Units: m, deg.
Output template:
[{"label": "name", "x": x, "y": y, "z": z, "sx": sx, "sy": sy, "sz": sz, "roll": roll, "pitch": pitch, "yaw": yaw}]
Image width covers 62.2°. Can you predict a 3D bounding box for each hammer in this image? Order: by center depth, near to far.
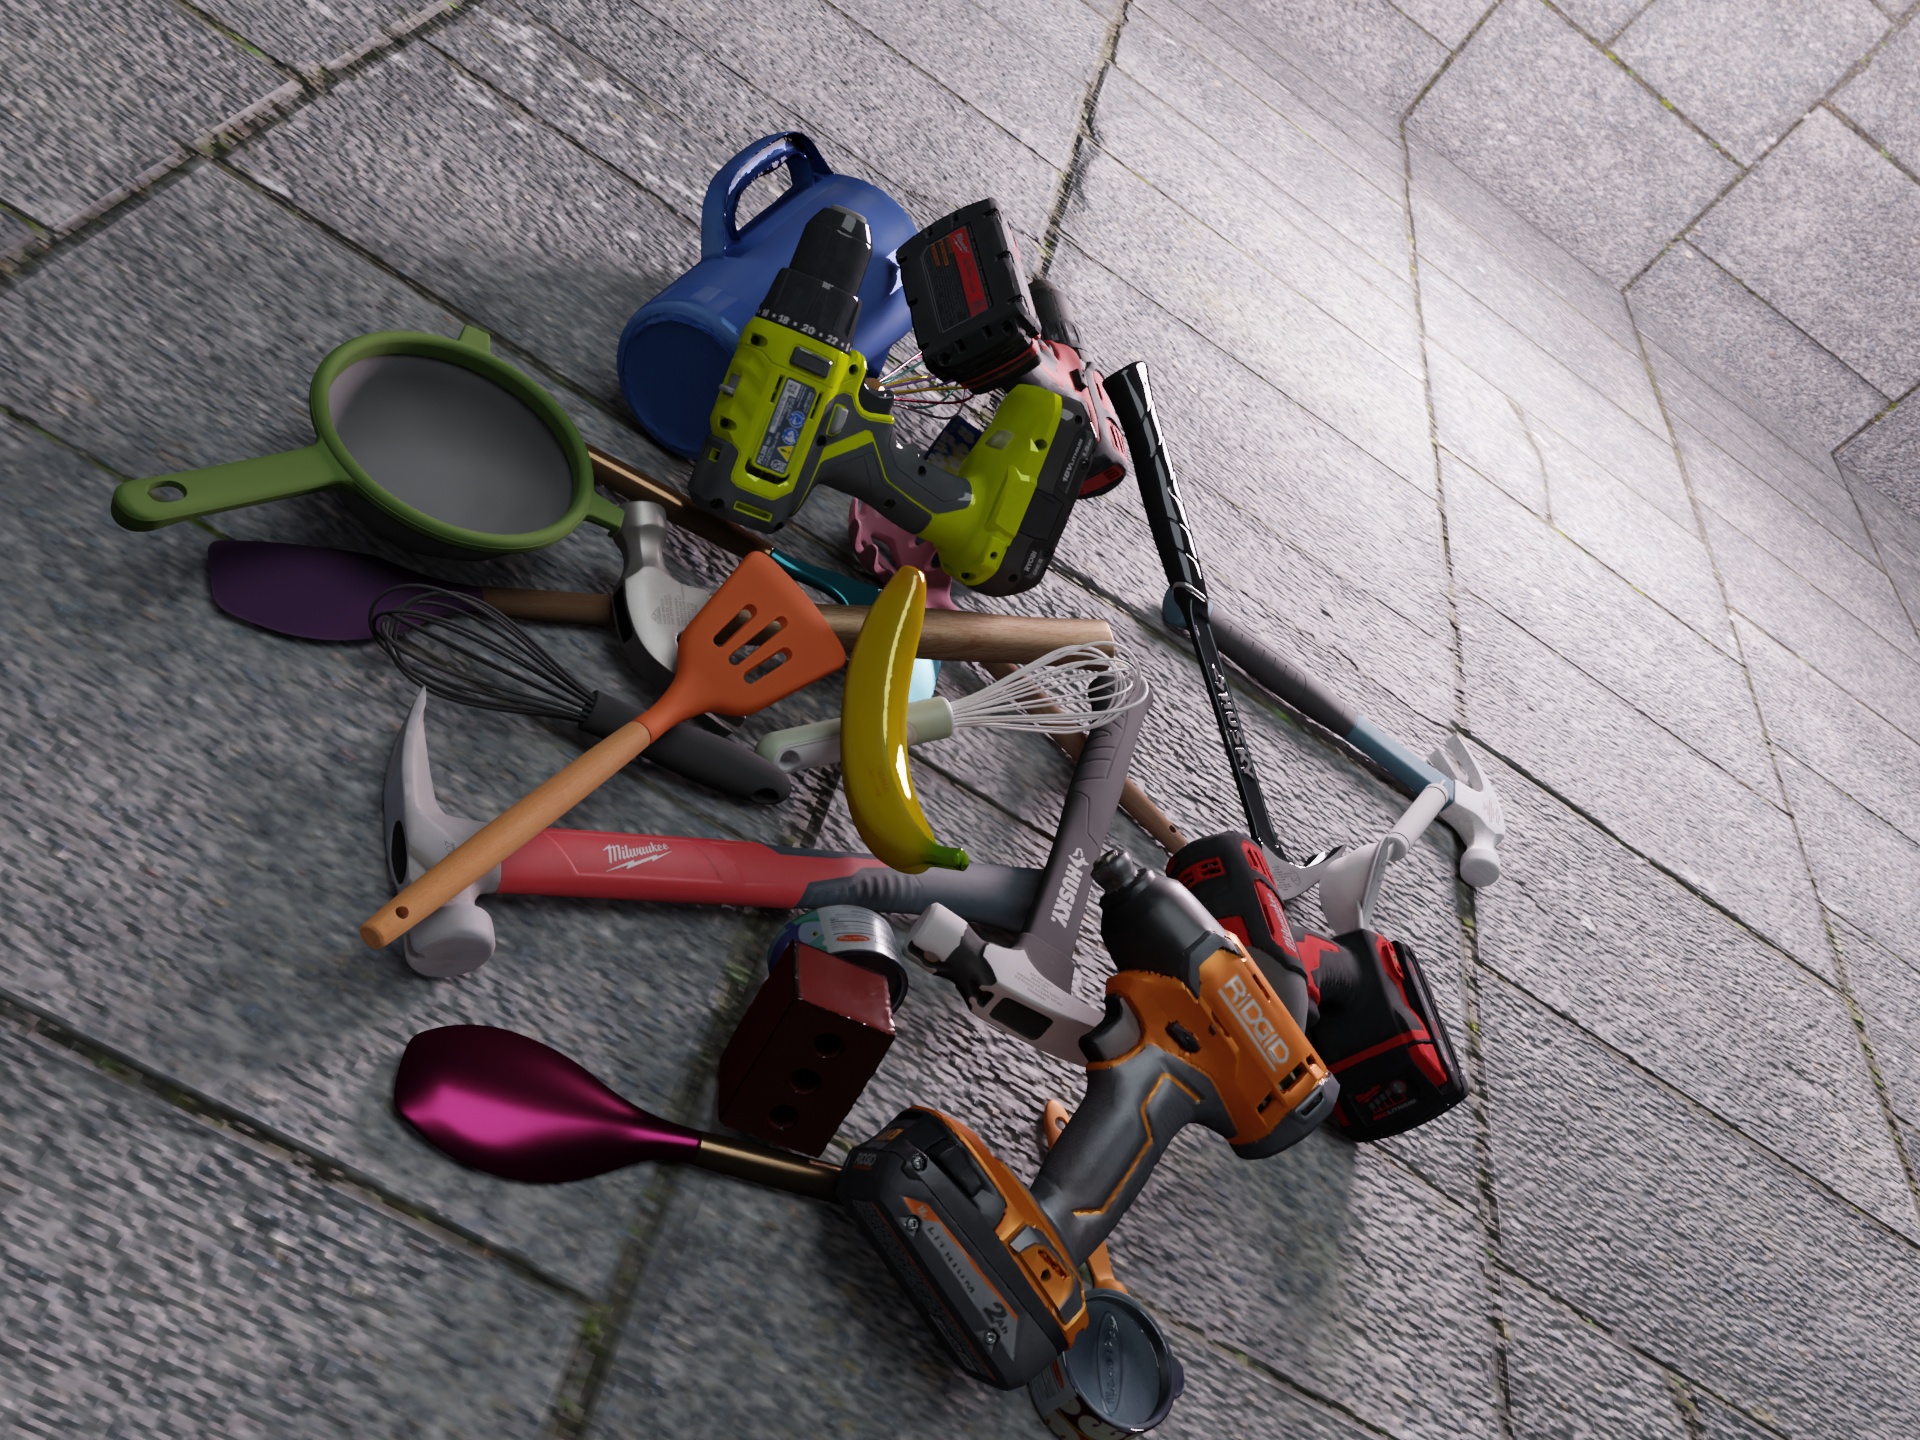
[{"label": "hammer", "x": -0.102, "y": 0.069, "z": 0.834, "sx": 0.386, "sy": 0.038, "sz": 0.143, "roll": 8, "pitch": 47, "yaw": -36}, {"label": "hammer", "x": 0.076, "y": 0.068, "z": 0.930, "sx": 0.146, "sy": 0.035, "sz": 0.335, "roll": 34, "pitch": 34, "yaw": -5}, {"label": "hammer", "x": -0.046, "y": -0.052, "z": 0.954, "sx": 0.331, "sy": 0.031, "sz": 0.130, "roll": 3, "pitch": 68, "yaw": -32}, {"label": "hammer", "x": 0.171, "y": -0.069, "z": 1.118, "sx": 0.149, "sy": 0.036, "sz": 0.409, "roll": 2, "pitch": 69, "yaw": -46}, {"label": "hammer", "x": 0.295, "y": -0.004, "z": 1.251, "sx": 0.331, "sy": 0.033, "sz": 0.128, "roll": 35, "pitch": 39, "yaw": -8}]

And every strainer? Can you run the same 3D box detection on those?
[{"label": "strainer", "x": -0.308, "y": -0.116, "z": 0.809, "sx": 0.151, "sy": 0.069, "sz": 0.256, "roll": 51, "pitch": 40, "yaw": 10}, {"label": "strainer", "x": 0.302, "y": 0.093, "z": 1.125, "sx": 0.050, "sy": 0.086, "sz": 0.258, "roll": 19, "pitch": 29, "yaw": 27}]

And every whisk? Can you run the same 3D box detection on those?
[{"label": "whisk", "x": -0.190, "y": -0.008, "z": 0.824, "sx": 0.238, "sy": 0.055, "sz": 0.055, "roll": 26, "pitch": 40, "yaw": -27}, {"label": "whisk", "x": -0.001, "y": -0.003, "z": 0.928, "sx": 0.246, "sy": 0.057, "sz": 0.059, "roll": -12, "pitch": 36, "yaw": -20}, {"label": "whisk", "x": -0.046, "y": -0.226, "z": 1.086, "sx": 0.047, "sy": 0.051, "sz": 0.245, "roll": 40, "pitch": 29, "yaw": 11}]

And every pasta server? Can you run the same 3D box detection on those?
[{"label": "pasta server", "x": 0.038, "y": -0.031, "z": 1.052, "sx": 0.316, "sy": 0.040, "sz": 0.060, "roll": 45, "pitch": 46, "yaw": 3}]

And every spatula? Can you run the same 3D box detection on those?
[{"label": "spatula", "x": -0.165, "y": 0.013, "z": 0.768, "sx": 0.081, "sy": 0.041, "sz": 0.323, "roll": 51, "pitch": 37, "yaw": -6}, {"label": "spatula", "x": -0.236, "y": -0.061, "z": 0.860, "sx": 0.315, "sy": 0.018, "sz": 0.060, "roll": 2, "pitch": 55, "yaw": -38}, {"label": "spatula", "x": -0.146, "y": -0.104, "z": 0.978, "sx": 0.317, "sy": 0.044, "sz": 0.082, "roll": 29, "pitch": 41, "yaw": -9}]

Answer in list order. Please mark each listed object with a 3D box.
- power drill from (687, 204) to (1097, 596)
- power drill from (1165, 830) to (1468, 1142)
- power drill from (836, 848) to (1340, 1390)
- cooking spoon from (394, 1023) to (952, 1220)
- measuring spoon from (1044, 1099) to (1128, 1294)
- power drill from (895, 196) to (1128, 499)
[{"label": "power drill", "x": -0.034, "y": -0.185, "z": 0.972, "sx": 0.228, "sy": 0.190, "sz": 0.080, "roll": 18, "pitch": 8, "yaw": -30}, {"label": "power drill", "x": 0.202, "y": 0.163, "z": 0.916, "sx": 0.219, "sy": 0.078, "sz": 0.143, "roll": 34, "pitch": 34, "yaw": -42}, {"label": "power drill", "x": 0.056, "y": 0.176, "z": 0.745, "sx": 0.226, "sy": 0.084, "sz": 0.164, "roll": -35, "pitch": 92, "yaw": -25}, {"label": "cooking spoon", "x": -0.097, "y": 0.200, "z": 0.724, "sx": 0.318, "sy": 0.017, "sz": 0.069, "roll": 22, "pitch": 40, "yaw": -23}, {"label": "measuring spoon", "x": 0.065, "y": 0.249, "z": 0.822, "sx": 0.021, "sy": 0.011, "sz": 0.117, "roll": 10, "pitch": 47, "yaw": -34}, {"label": "power drill", "x": 0.044, "y": -0.281, "z": 1.154, "sx": 0.226, "sy": 0.080, "sz": 0.188, "roll": 32, "pitch": 40, "yaw": -57}]
